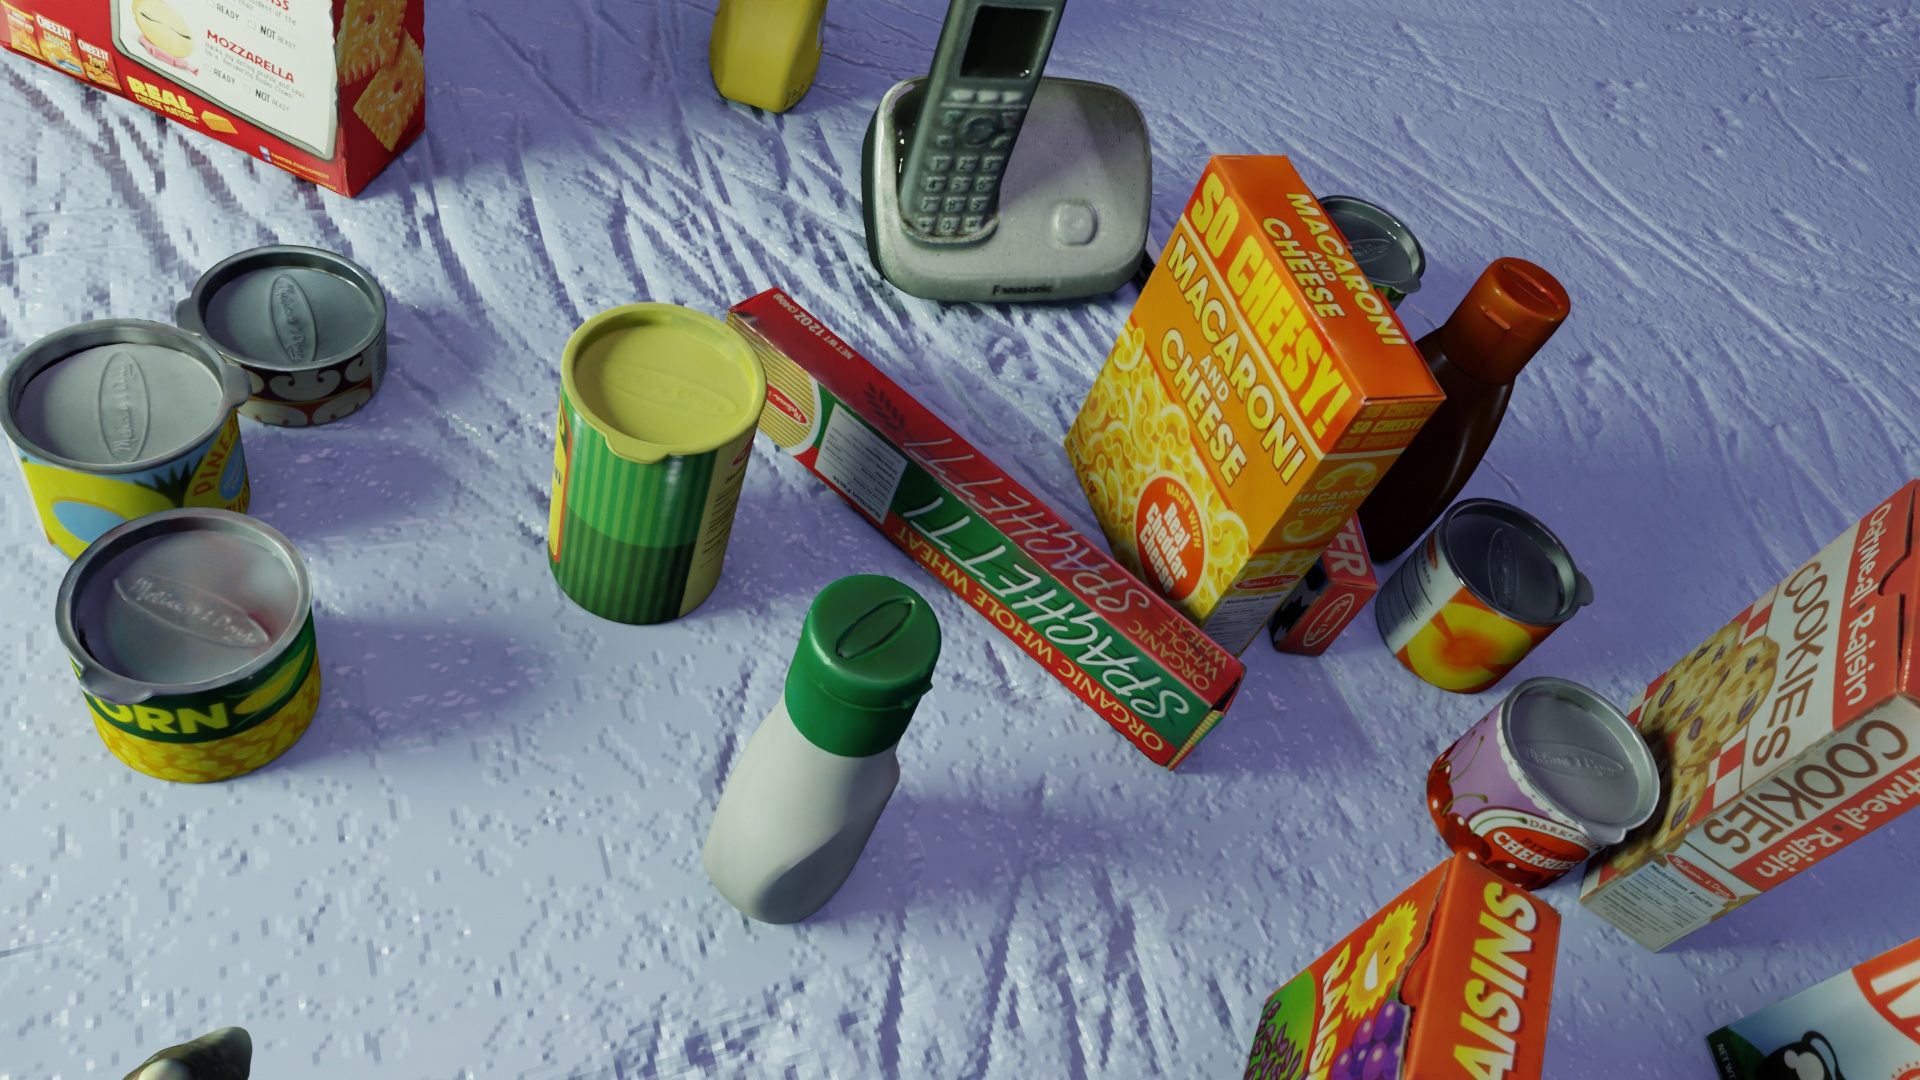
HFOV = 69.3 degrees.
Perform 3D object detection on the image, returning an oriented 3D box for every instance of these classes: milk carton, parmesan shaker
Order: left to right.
[{"bbox_3d":[-0.110,-0.022,0.488,0.071,0.102,0.072,10,51,-13],"label":"parmesan shaker"},{"bbox_3d":[0.349,0.166,0.451,0.073,0.189,0.073,6,52,-16],"label":"milk carton"}]

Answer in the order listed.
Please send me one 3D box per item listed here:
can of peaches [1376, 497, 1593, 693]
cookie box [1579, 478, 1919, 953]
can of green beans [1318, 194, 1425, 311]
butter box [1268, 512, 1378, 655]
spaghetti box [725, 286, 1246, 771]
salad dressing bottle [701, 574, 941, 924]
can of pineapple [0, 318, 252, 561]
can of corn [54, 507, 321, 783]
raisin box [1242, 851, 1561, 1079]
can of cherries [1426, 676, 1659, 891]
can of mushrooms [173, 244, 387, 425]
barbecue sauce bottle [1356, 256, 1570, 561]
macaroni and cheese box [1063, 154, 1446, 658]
[{"bbox_3d":[0.226,0.026,0.604,0.071,0.057,0.071,10,51,-13],"label":"can of peaches"},{"bbox_3d":[0.313,0.069,0.530,0.040,0.166,0.123,34,50,7],"label":"cookie box"},{"bbox_3d":[0.196,-0.135,0.720,0.071,0.057,0.071,10,51,-13],"label":"can of green beans"},{"bbox_3d":[0.148,-0.007,0.605,0.024,0.052,0.104,8,51,-15],"label":"butter box"},{"bbox_3d":[0.002,-0.007,0.552,0.250,0.050,0.029,40,51,12],"label":"spaghetti box"},{"bbox_3d":[-0.041,0.066,0.415,0.044,0.146,0.064,43,51,15],"label":"salad dressing bottle"},{"bbox_3d":[-0.274,-0.030,0.463,0.071,0.057,0.071,10,51,-13],"label":"can of pineapple"},{"bbox_3d":[-0.235,0.035,0.426,0.071,0.058,0.071,10,51,-13],"label":"can of corn"},{"bbox_3d":[0.124,0.160,0.417,0.040,0.122,0.086,29,49,3],"label":"raisin box"},{"bbox_3d":[0.227,0.098,0.547,0.071,0.058,0.072,10,51,-13],"label":"can of cherries"},{"bbox_3d":[-0.254,-0.077,0.524,0.071,0.033,0.071,10,51,-13],"label":"can of mushrooms"},{"bbox_3d":[0.203,-0.056,0.601,0.065,0.147,0.044,44,52,16],"label":"barbecue sauce bottle"},{"bbox_3d":[0.105,-0.047,0.545,0.040,0.165,0.124,-6,56,-24],"label":"macaroni and cheese box"}]
